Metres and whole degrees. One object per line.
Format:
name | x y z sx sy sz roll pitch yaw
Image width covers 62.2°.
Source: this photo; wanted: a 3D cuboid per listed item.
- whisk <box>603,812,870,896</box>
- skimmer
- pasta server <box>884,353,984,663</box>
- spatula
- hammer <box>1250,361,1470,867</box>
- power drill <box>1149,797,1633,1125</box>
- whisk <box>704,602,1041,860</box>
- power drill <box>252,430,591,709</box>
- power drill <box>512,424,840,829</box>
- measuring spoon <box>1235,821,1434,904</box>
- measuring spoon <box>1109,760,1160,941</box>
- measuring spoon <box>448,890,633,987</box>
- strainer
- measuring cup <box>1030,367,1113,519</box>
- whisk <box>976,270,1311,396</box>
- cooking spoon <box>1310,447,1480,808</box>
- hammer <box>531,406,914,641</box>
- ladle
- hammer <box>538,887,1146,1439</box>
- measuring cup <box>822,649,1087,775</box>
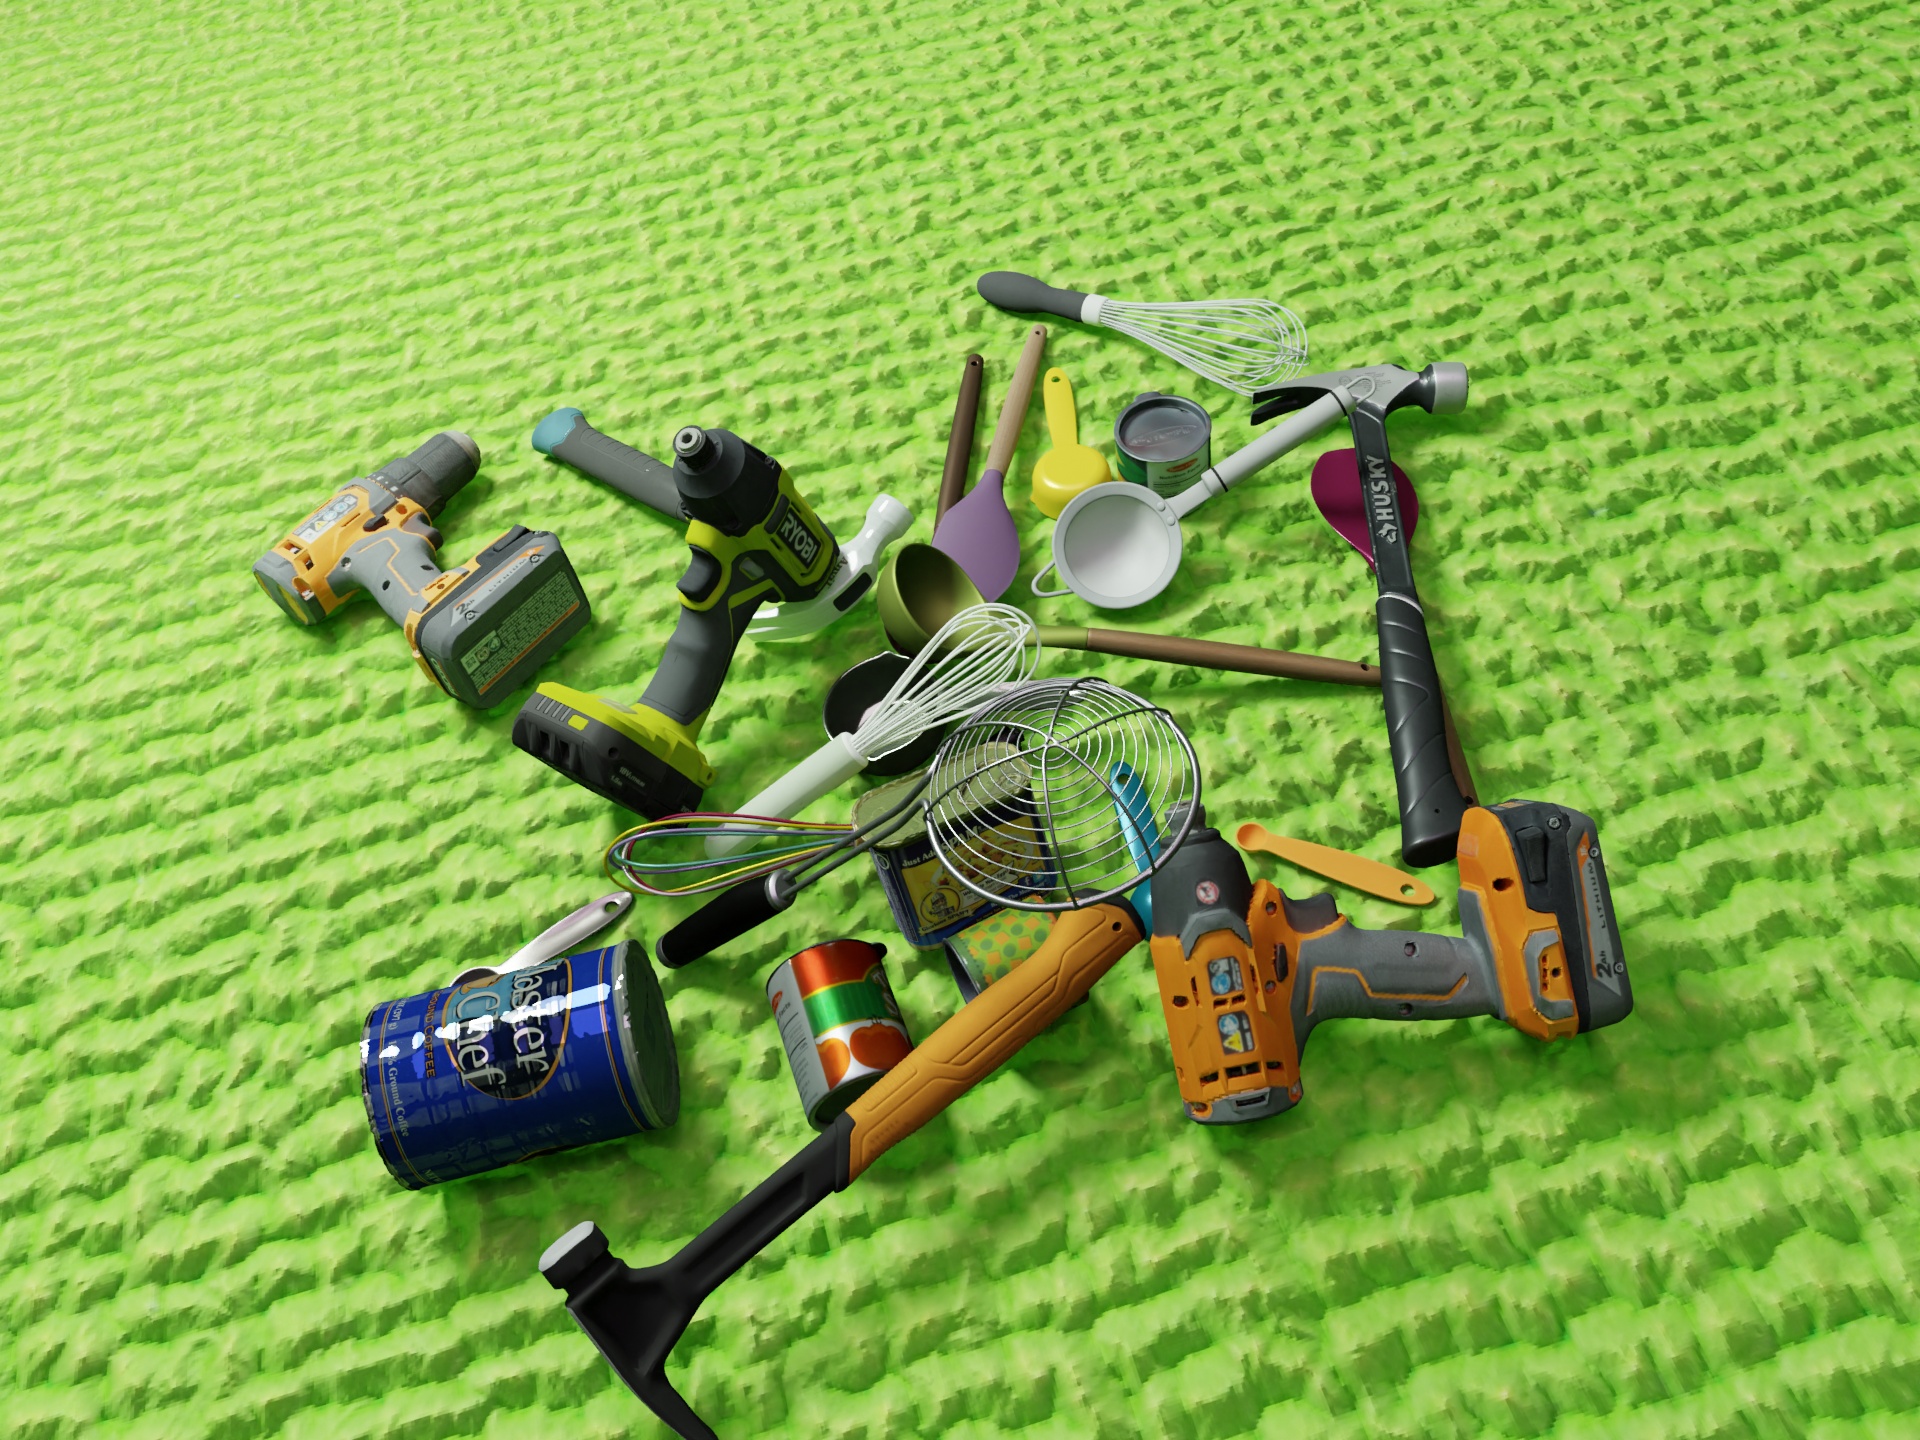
whisk | -0.085 0.072 0.933 0.245 0.047 0.051 -5 6 -13
skimmer | -0.036 0.081 0.821 0.363 0.090 0.127 -32 37 44
pasta server | -0.007 -0.157 1.117 0.060 0.040 0.316 10 53 -2
spatula | 0.031 -0.188 1.127 0.060 0.018 0.316 17 48 -2
hammer | 0.268 -0.085 0.996 0.149 0.036 0.409 -1 51 6
power drill | 0.210 0.105 0.818 0.226 0.084 0.164 -12 90 -1
whisk | -0.056 0.013 0.944 0.246 0.059 0.058 -36 20 13
power drill | -0.363 -0.118 1.121 0.226 0.084 0.185 25 59 30
power drill | -0.168 -0.058 0.959 0.080 0.171 0.223 22 78 24
measuring spoon | 0.214 0.085 0.917 0.117 0.011 0.021 18 57 17
measuring spoon | 0.108 0.071 0.934 0.042 0.021 0.129 -13 53 -1
measuring spoon | -0.247 0.140 0.947 0.124 0.018 0.034 -33 55 -24
strainer | 0.161 -0.150 1.048 0.258 0.050 0.087 -32 79 8
measuring cup | 0.075 -0.209 1.148 0.062 0.029 0.157 -8 54 3
whisk | 0.130 -0.302 1.197 0.285 0.070 0.070 21 59 28
cooking spoon | 0.282 -0.064 1.012 0.069 0.017 0.319 -6 52 0
hammer | -0.191 -0.156 1.135 0.331 0.033 0.128 29 78 31
ladle | 0.106 -0.055 0.984 0.320 0.062 0.078 8 49 1
hammer | -0.035 0.205 0.791 0.337 0.034 0.127 -38 94 -15
measuring cup | -0.002 -0.003 0.990 0.167 0.038 0.083 -3 55 12
